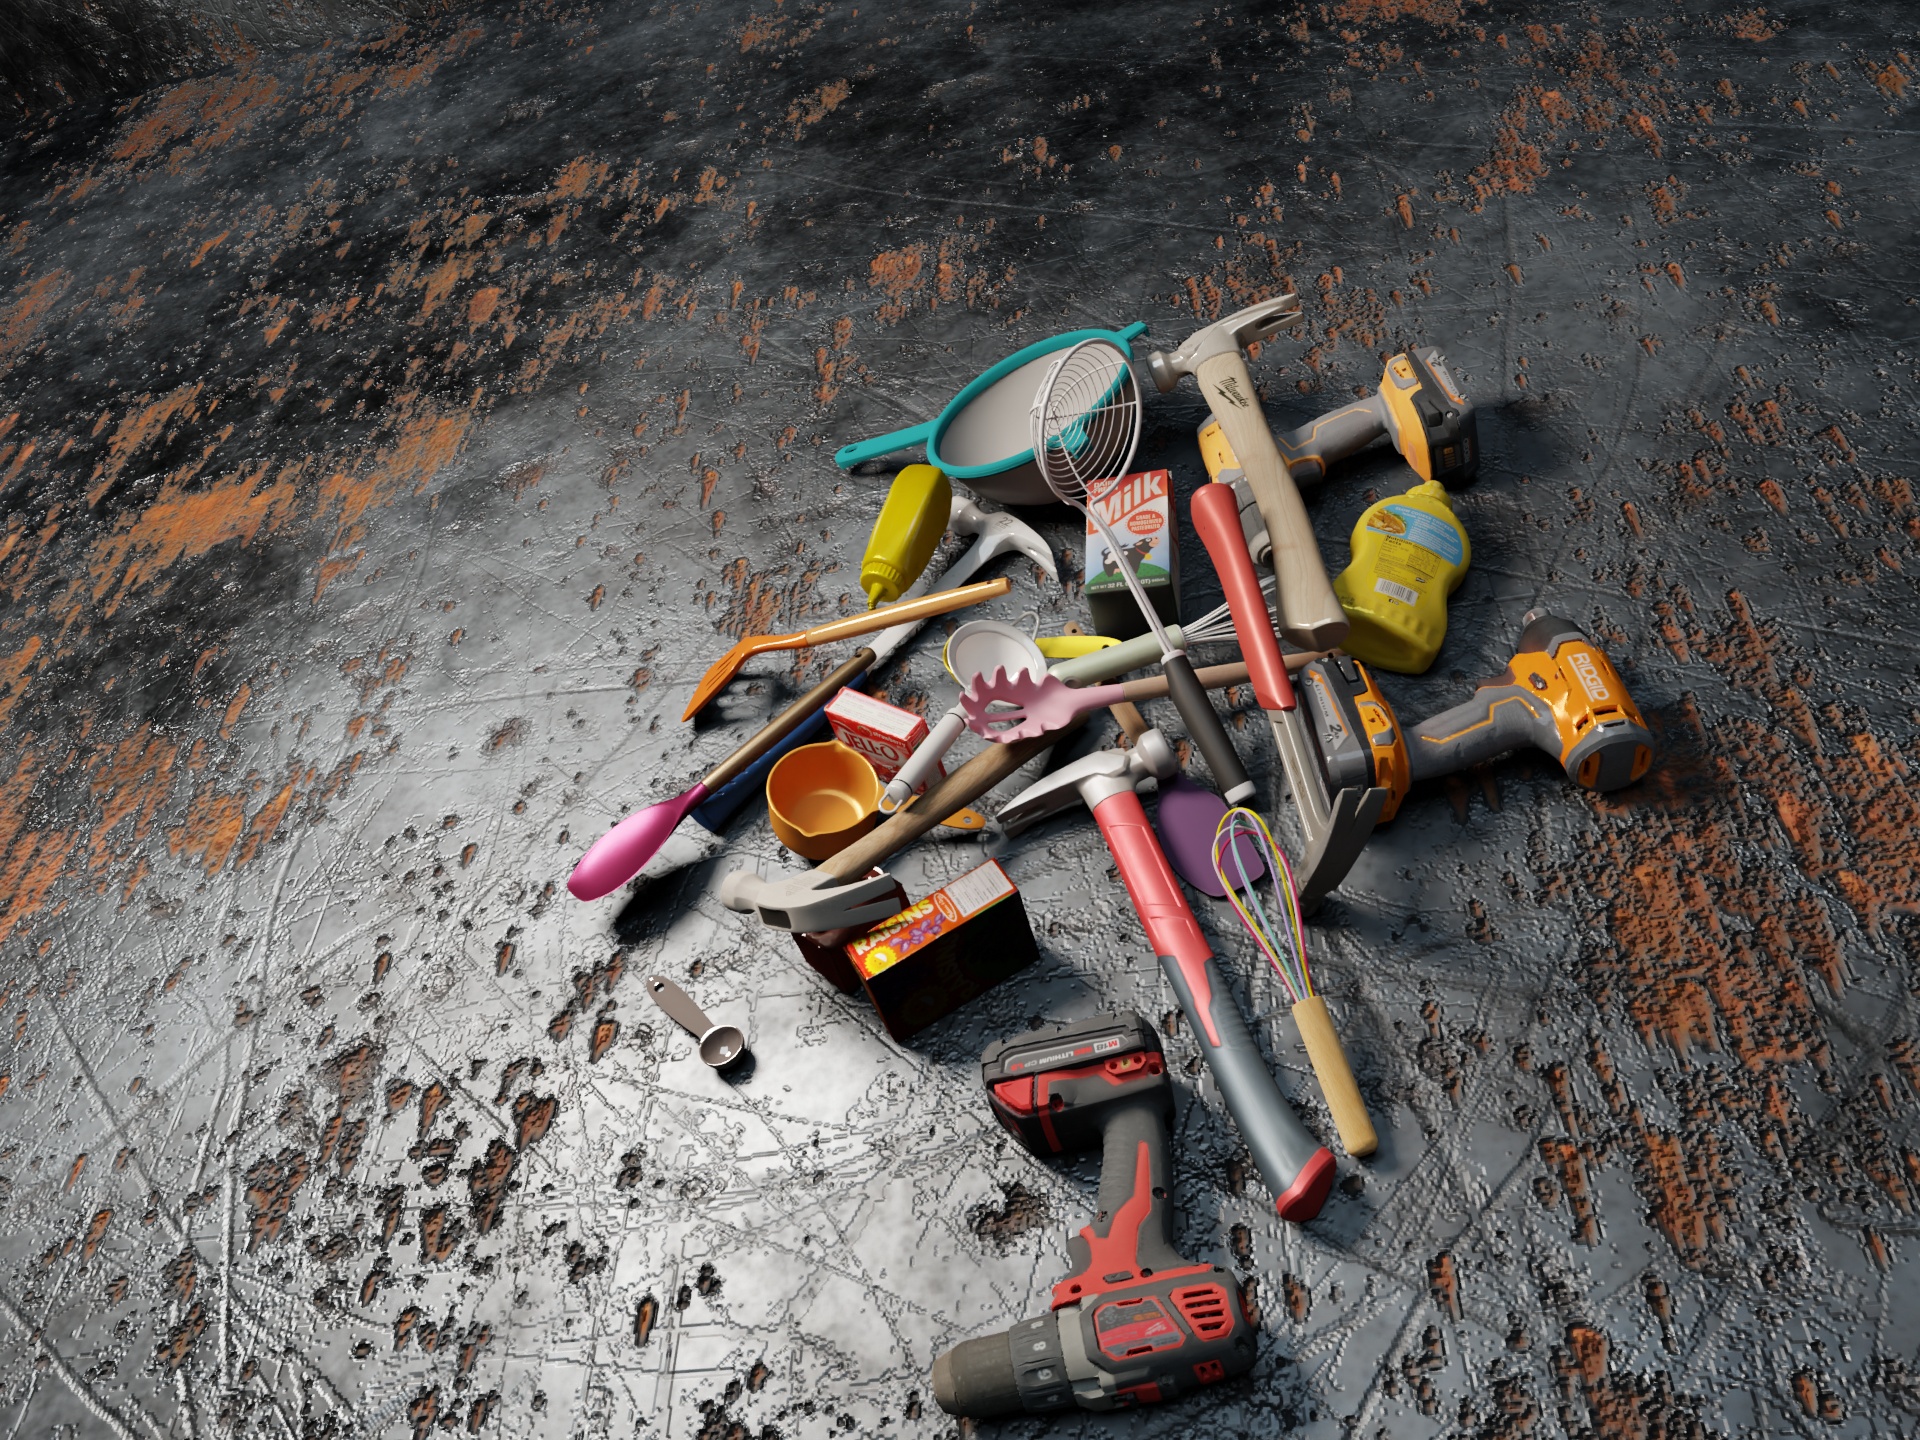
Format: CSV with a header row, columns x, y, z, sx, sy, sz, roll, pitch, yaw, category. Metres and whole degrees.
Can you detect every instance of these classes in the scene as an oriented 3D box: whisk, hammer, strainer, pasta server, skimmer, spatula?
x,y,z,sx,sy,sz,roll,pitch,yaw,category
0.218,0.167,1.045,0.047,0.051,0.245,-27,59,18,whisk
-0.017,0.064,1.194,0.130,0.031,0.331,9,34,46,hammer
0.030,-0.257,1.518,0.340,0.095,0.211,-8,41,37,strainer
0.153,-0.028,1.240,0.316,0.040,0.060,-9,72,-9,pasta server
0.142,0.171,1.092,0.143,0.038,0.387,-27,46,5,hammer
0.154,-0.114,1.210,0.127,0.090,0.363,-12,73,-47,skimmer
-0.103,-0.069,1.355,0.322,0.041,0.081,-13,33,22,spatula
-0.002,-0.004,1.246,0.087,0.050,0.258,34,44,4,strainer
0.185,-0.070,1.290,0.246,0.057,0.059,-19,49,-3,whisk
0.226,-0.044,1.163,0.036,0.149,0.359,-1,53,-10,hammer
0.145,0.021,1.253,0.060,0.018,0.316,-26,46,-1,spatula
-0.079,-0.050,1.382,0.144,0.035,0.405,27,61,36,hammer
0.263,-0.213,1.329,0.146,0.038,0.411,-23,44,14,hammer

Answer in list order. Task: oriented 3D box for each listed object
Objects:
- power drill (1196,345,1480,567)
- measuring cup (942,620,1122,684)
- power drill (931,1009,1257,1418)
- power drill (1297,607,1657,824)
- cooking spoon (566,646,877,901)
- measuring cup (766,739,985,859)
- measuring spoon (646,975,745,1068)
x,y,z,sx,sy,sz,roll,pitch,yaw,category
0.330,-0.225,1.384,0.226,0.084,0.186,-16,45,9,power drill
0.062,-0.053,1.339,0.156,0.029,0.062,0,56,18,measuring cup
0.065,0.306,0.970,0.188,0.080,0.227,-15,48,5,power drill
0.368,-0.010,1.167,0.226,0.084,0.164,-10,45,4,power drill
-0.187,0.040,1.294,0.319,0.017,0.069,-41,39,-20,cooking spoon
-0.067,0.076,1.256,0.173,0.052,0.095,12,51,3,measuring cup
-0.198,0.223,1.181,0.034,0.018,0.124,-40,42,-20,measuring spoon
